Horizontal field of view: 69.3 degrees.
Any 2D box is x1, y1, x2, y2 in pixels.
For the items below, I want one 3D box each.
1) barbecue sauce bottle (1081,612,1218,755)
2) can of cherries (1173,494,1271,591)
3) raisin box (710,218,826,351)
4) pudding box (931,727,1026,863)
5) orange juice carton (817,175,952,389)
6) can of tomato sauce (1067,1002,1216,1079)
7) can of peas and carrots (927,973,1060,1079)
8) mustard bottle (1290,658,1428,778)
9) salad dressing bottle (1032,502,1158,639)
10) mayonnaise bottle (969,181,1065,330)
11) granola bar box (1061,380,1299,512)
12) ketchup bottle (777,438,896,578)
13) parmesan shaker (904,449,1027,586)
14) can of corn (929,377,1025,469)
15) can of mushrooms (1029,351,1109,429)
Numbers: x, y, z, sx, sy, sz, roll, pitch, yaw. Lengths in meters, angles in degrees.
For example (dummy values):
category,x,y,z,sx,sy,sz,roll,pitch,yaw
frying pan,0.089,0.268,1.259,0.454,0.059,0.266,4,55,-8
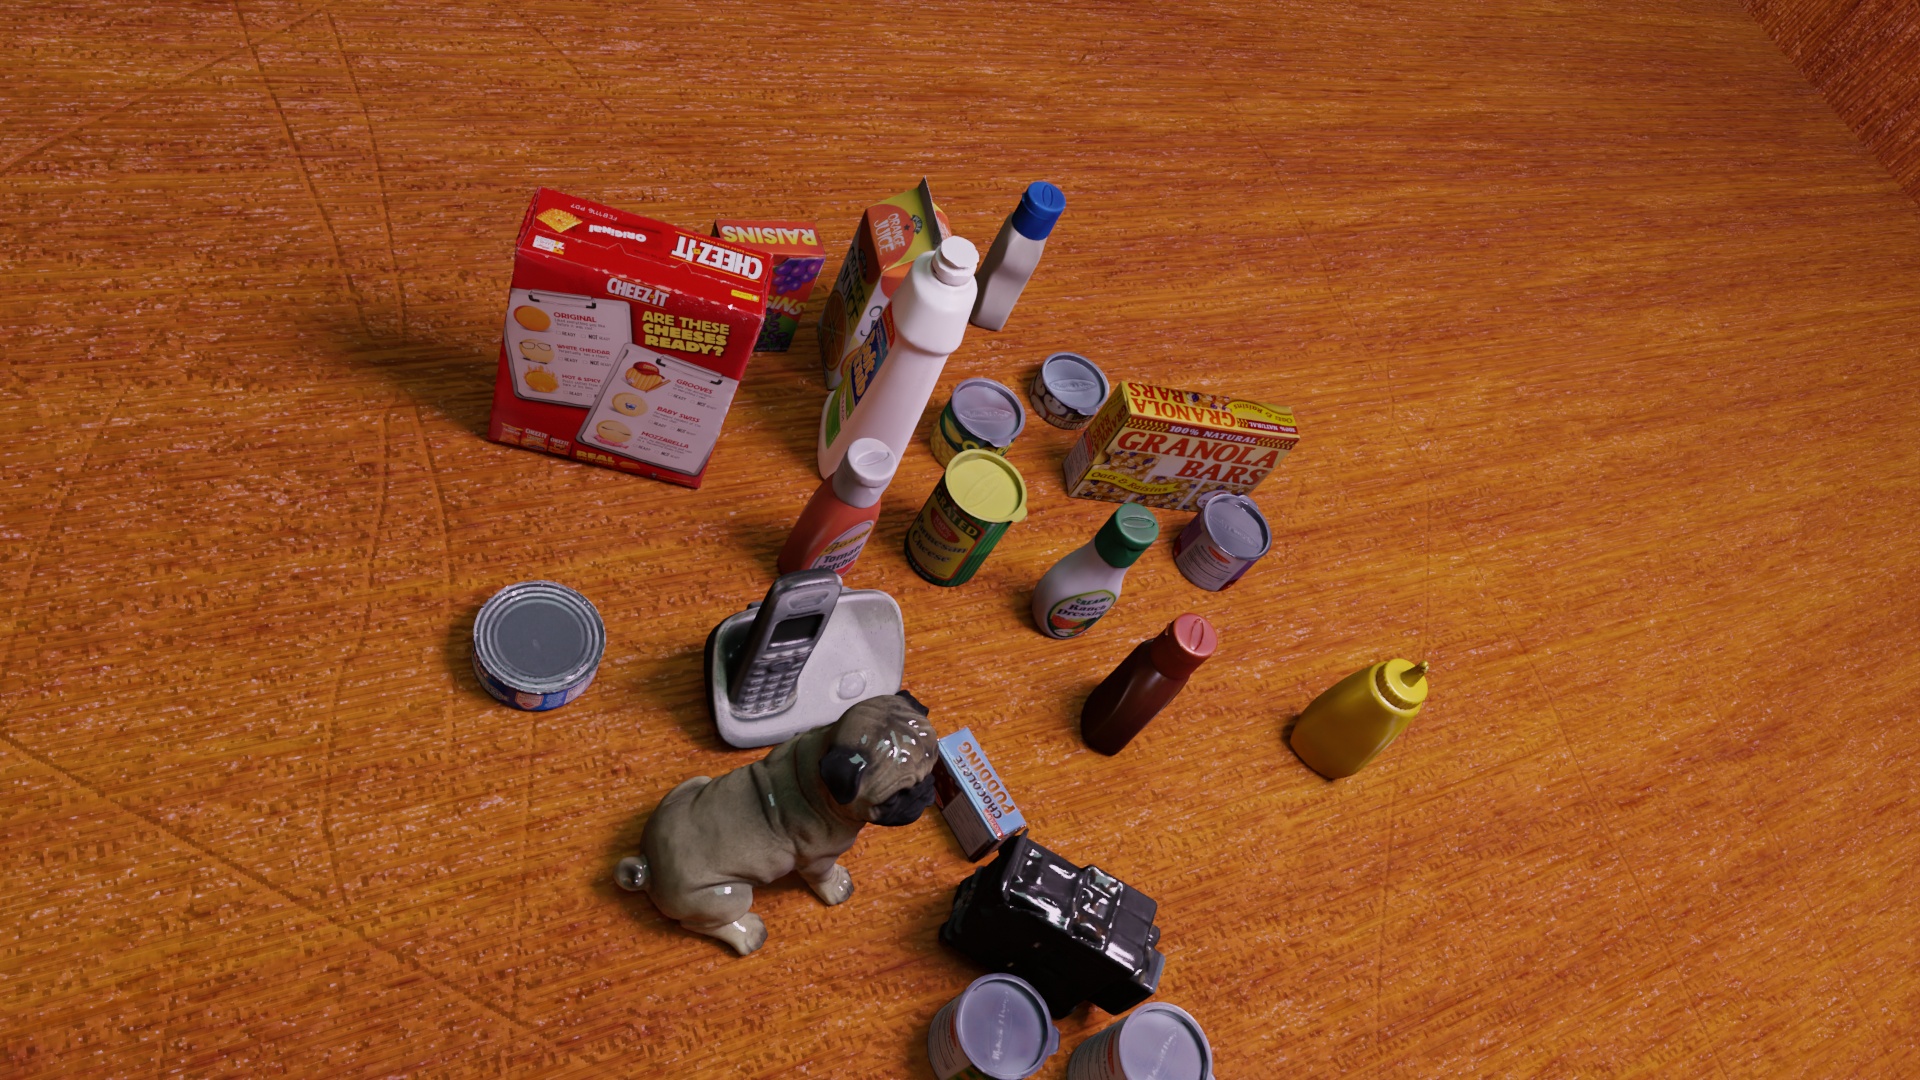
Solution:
category,x,y,z,sx,sy,sz,roll,pitch,yaw
barbecue sauce bottle,0.141,0.104,1.042,0.044,0.147,0.065,27,51,-6
can of cherries,0.229,0.001,1.209,0.071,0.058,0.072,12,54,-17
raisin box,-0.169,-0.205,1.128,0.086,0.122,0.040,-3,60,-26
pudding box,0.006,0.181,0.992,0.030,0.049,0.084,-21,69,-34
orange juice carton,-0.054,-0.205,1.136,0.073,0.191,0.072,2,58,-23
can of tomato sauce,0.118,0.347,0.908,0.071,0.082,0.071,12,54,-17
can of peas and carrots,0.021,0.321,0.897,0.071,0.058,0.071,12,54,-17
mustard bottle,0.325,0.133,1.098,0.065,0.159,0.049,41,51,6
salad dressing bottle,0.105,0.024,1.080,0.064,0.147,0.044,3,57,-23
mayonnaise bottle,0.049,-0.257,1.246,0.041,0.147,0.065,14,54,-15
granola bar box,0.189,-0.076,1.202,0.166,0.123,0.039,6,56,-21
ketchup bottle,-0.088,-0.020,1.023,0.065,0.148,0.043,-23,70,-34
parmesan shaker,0.004,-0.014,1.089,0.071,0.102,0.071,12,54,-17
can of corn,0.014,-0.092,1.176,0.071,0.058,0.071,12,54,-17
can of mushrooms,0.099,-0.134,1.258,0.071,0.033,0.071,12,54,-17
